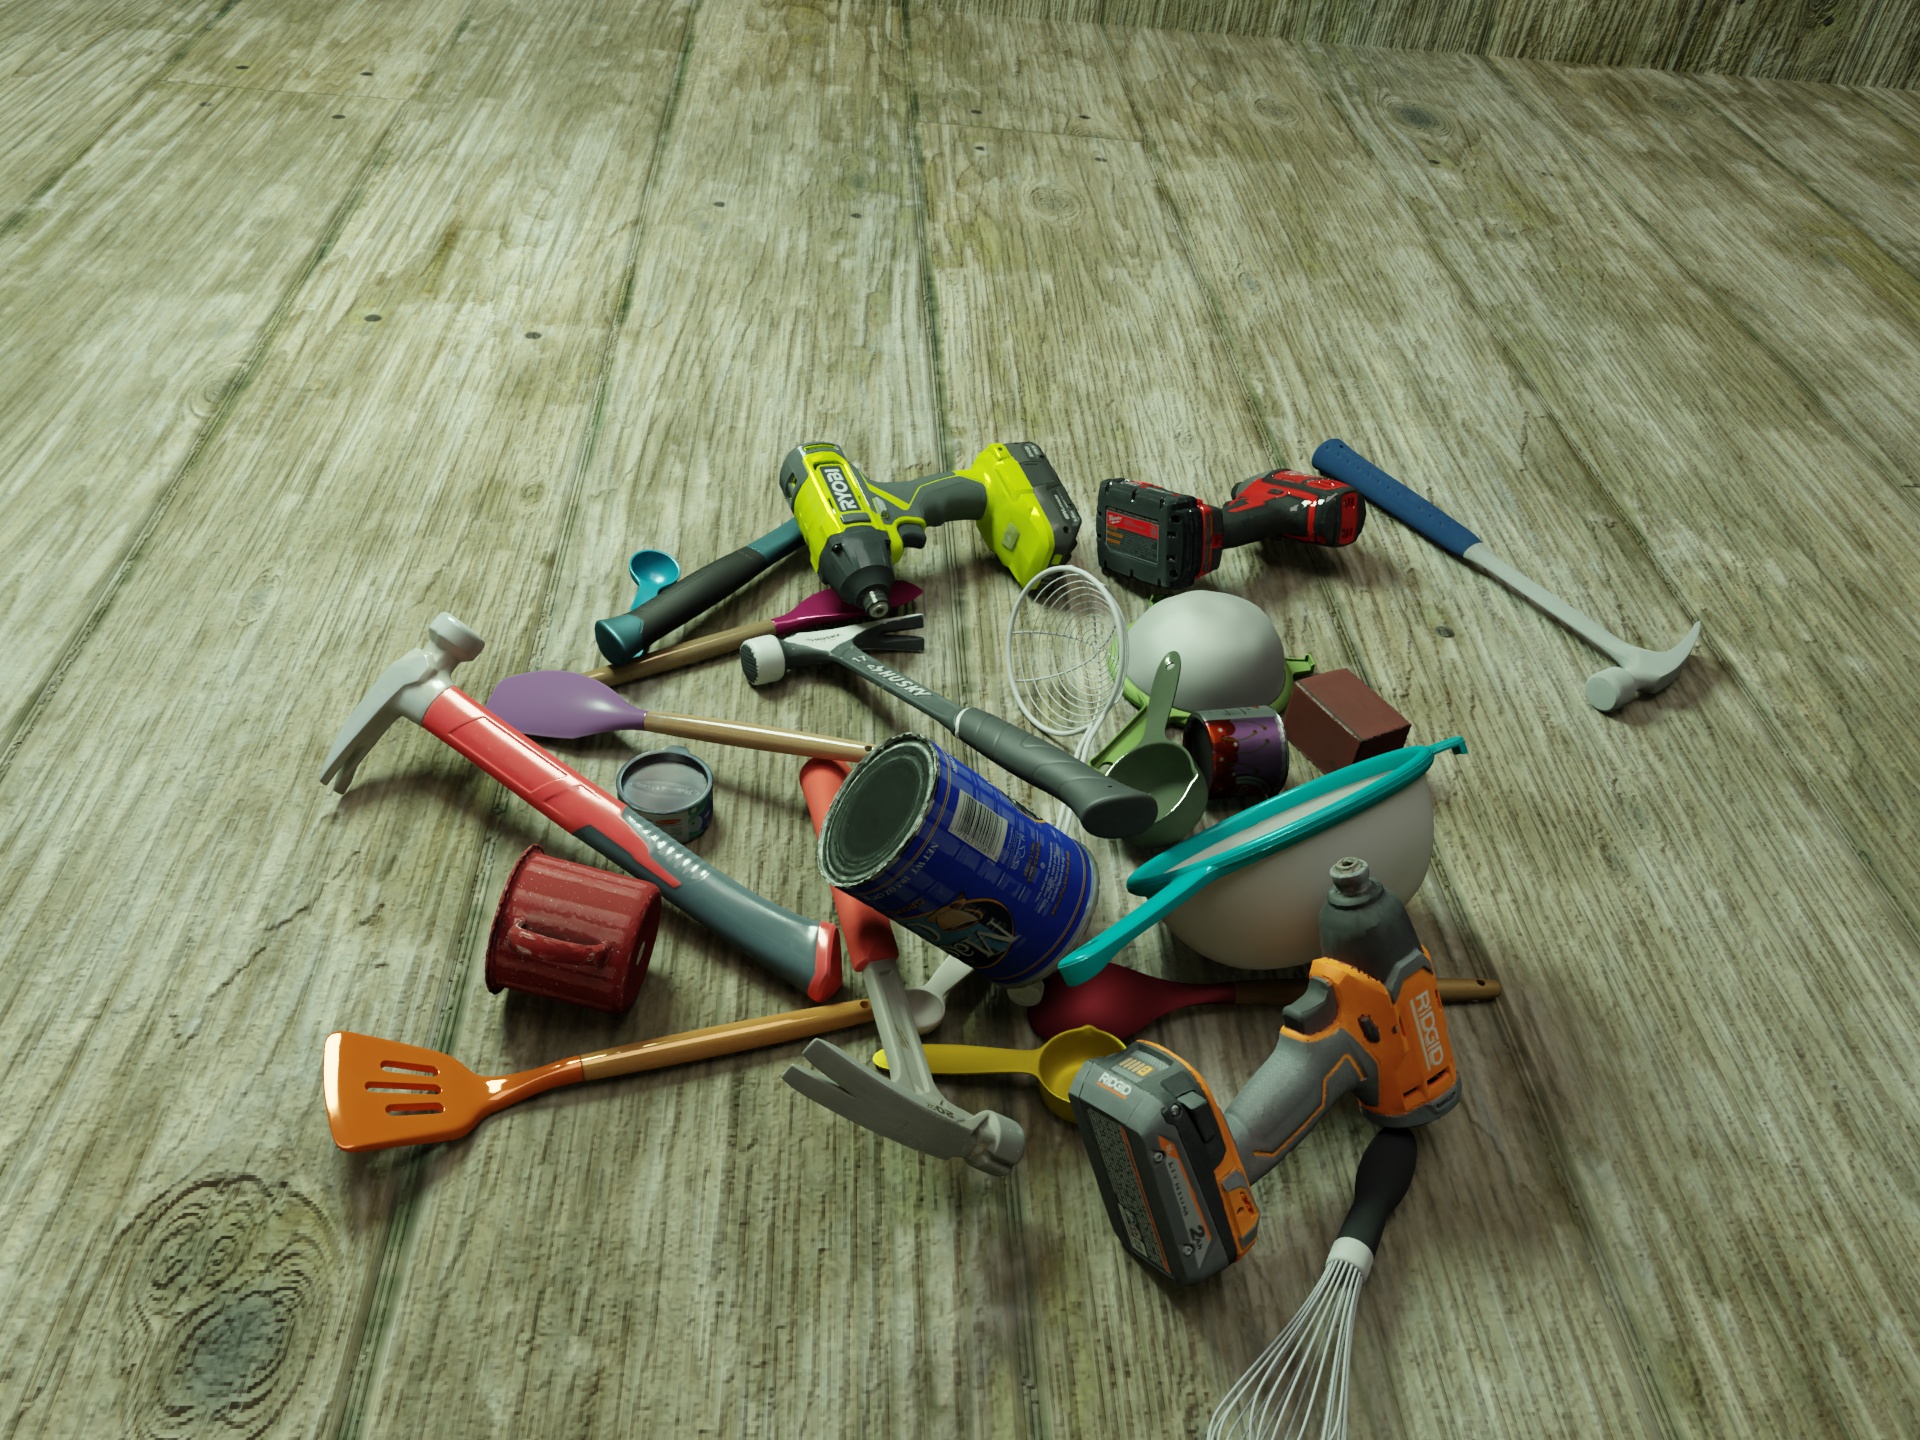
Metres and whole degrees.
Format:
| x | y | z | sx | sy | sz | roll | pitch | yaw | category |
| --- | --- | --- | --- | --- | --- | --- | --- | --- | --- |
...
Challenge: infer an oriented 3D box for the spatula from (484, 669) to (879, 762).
| x | y | z | sx | sy | sz | roll | pitch | yaw | category |
| --- | --- | --- | --- | --- | --- | --- | --- | --- | --- |
| -0.198 | 0.002 | 1.133 | 0.316 | 0.018 | 0.060 | 8 | 56 | 17 | spatula |

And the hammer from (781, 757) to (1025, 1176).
| x | y | z | sx | sy | sz | roll | pitch | yaw | category |
| --- | --- | --- | --- | --- | --- | --- | --- | --- | --- |
| -0.065 | 0.121 | 0.970 | 0.149 | 0.036 | 0.359 | 33 | 17 | -29 | hammer |

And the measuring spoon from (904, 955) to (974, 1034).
| x | y | z | sx | sy | sz | roll | pitch | yaw | category |
| --- | --- | --- | --- | --- | --- | --- | --- | --- | --- |
| -0.004 | 0.164 | 1.012 | 0.034 | 0.018 | 0.124 | 23 | 35 | 23 | measuring spoon |

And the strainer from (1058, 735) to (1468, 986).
| x | y | z | sx | sy | sz | roll | pitch | yaw | category |
| --- | --- | --- | --- | --- | --- | --- | --- | --- | --- |
| 0.180 | 0.118 | 0.968 | 0.340 | 0.211 | 0.095 | -25 | 88 | -47 | strainer |

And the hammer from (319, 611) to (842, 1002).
| x | y | z | sx | sy | sz | roll | pitch | yaw | category |
| --- | --- | --- | --- | --- | --- | --- | --- | --- | --- |
| -0.244 | 0.079 | 1.039 | 0.386 | 0.038 | 0.143 | 32 | 78 | 18 | hammer |

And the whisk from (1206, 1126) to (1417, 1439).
| x | y | z | sx | sy | sz | roll | pitch | yaw | category |
| --- | --- | --- | --- | --- | --- | --- | --- | --- | --- |
| 0.194 | 0.308 | 0.835 | 0.070 | 0.070 | 0.285 | 23 | 37 | 18 | whisk |

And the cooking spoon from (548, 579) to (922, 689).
| x | y | z | sx | sy | sz | roll | pitch | yaw | category |
| --- | --- | --- | --- | --- | --- | --- | --- | --- | --- |
| -0.172 | -0.066 | 1.258 | 0.319 | 0.017 | 0.069 | -19 | 30 | -27 | cooking spoon |

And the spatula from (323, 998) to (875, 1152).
| x | y | z | sx | sy | sz | roll | pitch | yaw | category |
| --- | --- | --- | --- | --- | --- | --- | --- | --- | --- |
| -0.196 | 0.192 | 0.925 | 0.322 | 0.041 | 0.081 | -8 | 44 | -19 | spatula |

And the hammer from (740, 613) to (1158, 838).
| x | y | z | sx | sy | sz | roll | pitch | yaw | category |
| --- | --- | --- | --- | --- | --- | --- | --- | --- | --- |
| -0.002 | -0.004 | 1.104 | 0.149 | 0.036 | 0.409 | -14 | 25 | -29 | hammer |

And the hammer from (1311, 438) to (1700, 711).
| x | y | z | sx | sy | sz | roll | pitch | yaw | category |
| --- | --- | --- | --- | --- | --- | --- | --- | --- | --- |
| 0.477 | -0.149 | 1.440 | 0.144 | 0.035 | 0.406 | -20 | 46 | -28 | hammer |

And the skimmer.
| x | y | z | sx | sy | sz | roll | pitch | yaw | category |
| --- | --- | --- | --- | --- | --- | --- | --- | --- | --- |
| 0.052 | 0.035 | 1.103 | 0.090 | 0.127 | 0.364 | 32 | 42 | -14 | skimmer |

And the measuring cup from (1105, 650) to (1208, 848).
| x | y | z | sx | sy | sz | roll | pitch | yaw | category |
| --- | --- | --- | --- | --- | --- | --- | --- | --- | --- |
| 0.148 | 0.021 | 1.148 | 0.083 | 0.038 | 0.168 | -13 | 43 | 32 | measuring cup |

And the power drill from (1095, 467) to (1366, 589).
| x | y | z | sx | sy | sz | roll | pitch | yaw | category |
| --- | --- | --- | --- | --- | --- | --- | --- | --- | --- |
| 0.233 | -0.180 | 1.401 | 0.219 | 0.078 | 0.143 | -13 | 24 | -30 | power drill |

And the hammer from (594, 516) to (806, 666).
| x | y | z | sx | sy | sz | roll | pitch | yaw | category |
| --- | --- | --- | --- | --- | --- | --- | --- | --- | --- |
| -0.180 | -0.128 | 1.307 | 0.128 | 0.033 | 0.331 | 26 | 39 | 21 | hammer |

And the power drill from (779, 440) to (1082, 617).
| x | y | z | sx | sy | sz | roll | pitch | yaw | category |
| --- | --- | --- | --- | --- | --- | --- | --- | --- | --- |
| -0.021 | -0.160 | 1.320 | 0.223 | 0.080 | 0.171 | -8 | 54 | -26 | power drill |

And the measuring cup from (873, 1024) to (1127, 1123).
| x | y | z | sx | sy | sz | roll | pitch | yaw | category |
| --- | --- | --- | --- | --- | --- | --- | --- | --- | --- |
| 0.025 | 0.213 | 0.952 | 0.156 | 0.029 | 0.062 | 0 | 38 | 11 | measuring cup |

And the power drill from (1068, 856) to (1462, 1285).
| x | y | z | sx | sy | sz | roll | pitch | yaw | category |
| --- | --- | --- | --- | --- | --- | --- | --- | --- | --- |
| 0.175 | 0.186 | 0.880 | 0.226 | 0.164 | 0.084 | -27 | 19 | -24 | power drill |

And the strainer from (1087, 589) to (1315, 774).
| x | y | z | sx | sy | sz | roll | pitch | yaw | category |
| --- | --- | --- | --- | --- | --- | --- | --- | --- | --- |
| 0.168 | -0.037 | 1.232 | 0.151 | 0.069 | 0.256 | 26 | 41 | 22 | strainer |

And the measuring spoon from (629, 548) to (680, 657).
| x | y | z | sx | sy | sz | roll | pitch | yaw | category |
| --- | --- | --- | --- | --- | --- | --- | --- | --- | --- |
| -0.256 | -0.087 | 1.279 | 0.042 | 0.021 | 0.129 | 15 | 47 | -11 | measuring spoon |

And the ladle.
| x | y | z | sx | sy | sz | roll | pitch | yaw | category |
| --- | --- | --- | --- | --- | --- | --- | --- | --- | --- |
| 0.198 | 0.175 | 1.016 | 0.315 | 0.031 | 0.069 | 0 | 37 | -10 | ladle |
